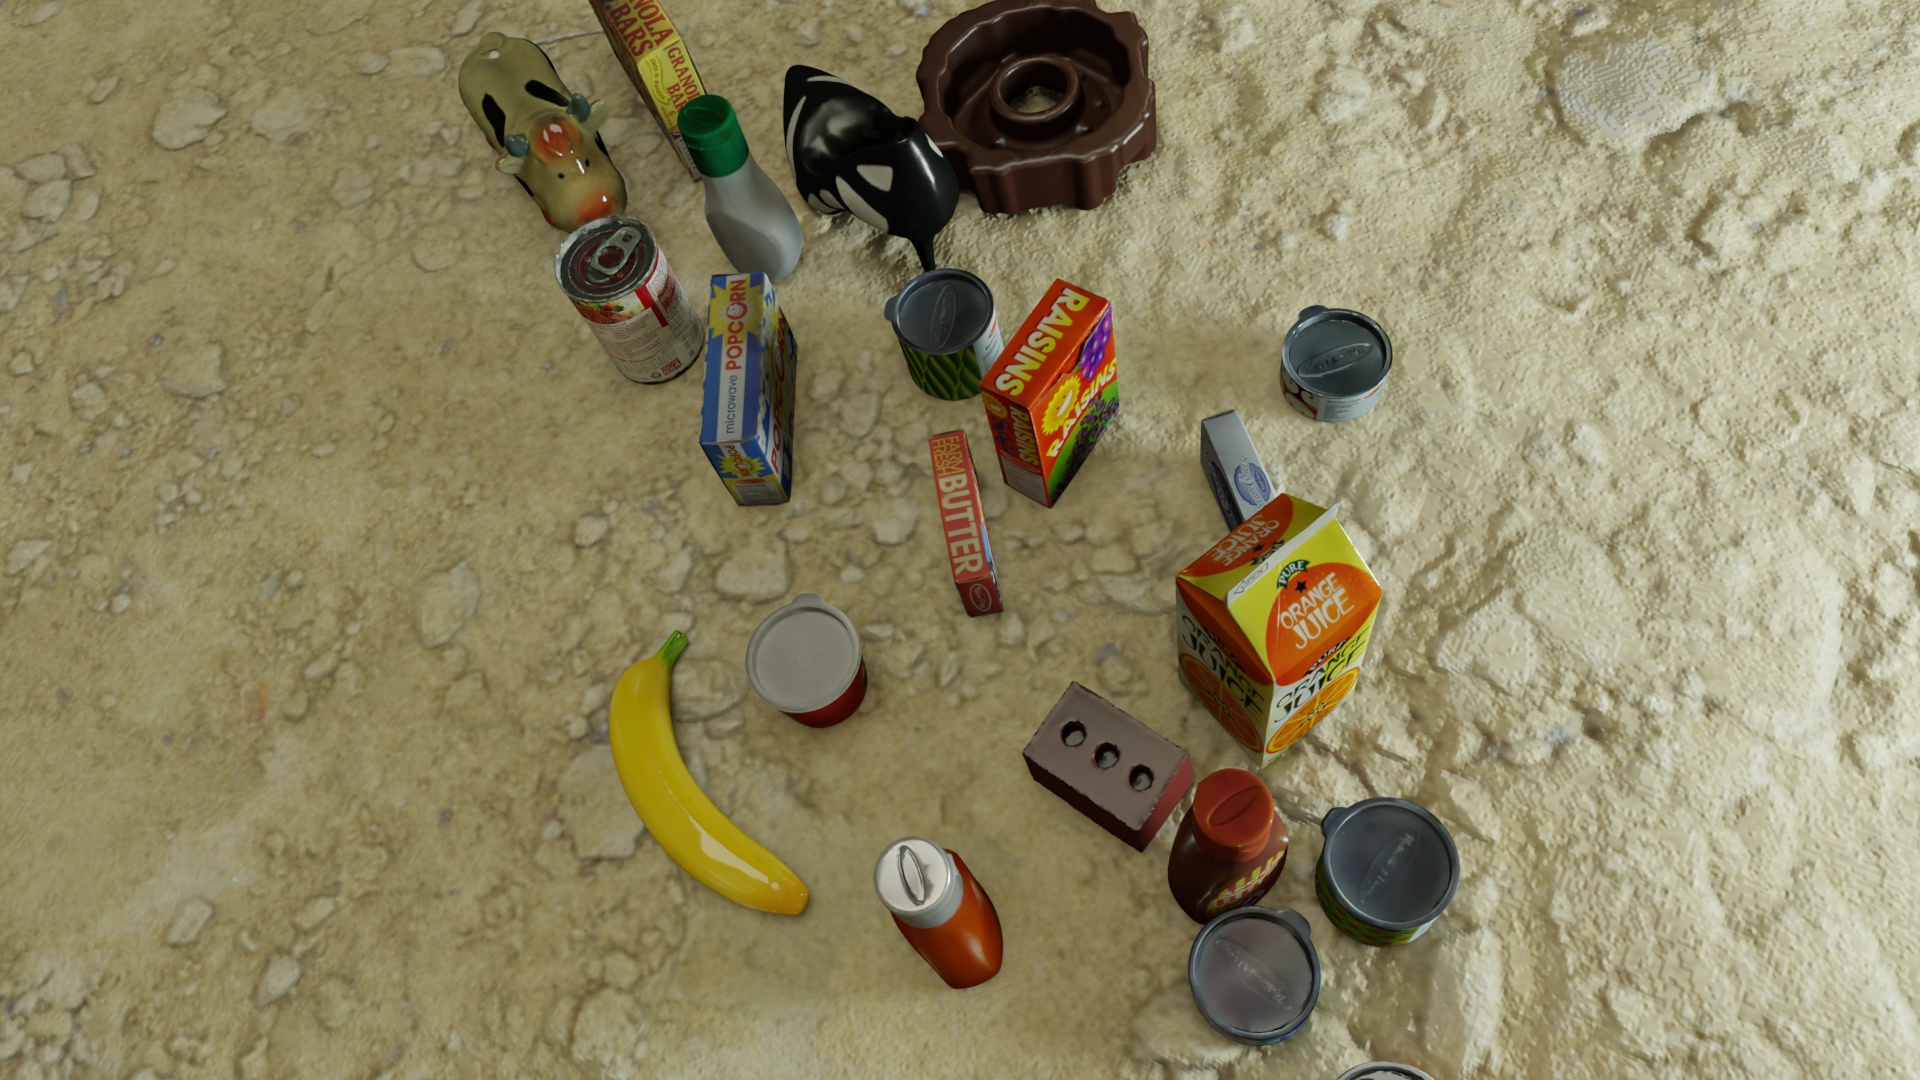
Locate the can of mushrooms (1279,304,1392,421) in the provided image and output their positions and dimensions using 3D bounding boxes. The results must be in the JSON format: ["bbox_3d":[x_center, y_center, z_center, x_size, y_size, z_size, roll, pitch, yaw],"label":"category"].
[{"bbox_3d":[0.232,-0.111,0.867,0.071,0.033,0.071,-4,64,8],"label":"can of mushrooms"}]

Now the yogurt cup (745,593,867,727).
[{"bbox_3d":[-0.087,0.076,0.816,0.072,0.053,0.072,-4,64,8],"label":"yogurt cup"}]

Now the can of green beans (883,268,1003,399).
[{"bbox_3d":[-0.007,-0.133,0.904,0.071,0.057,0.071,-4,64,8],"label":"can of green beans"}]

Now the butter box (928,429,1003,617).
[{"bbox_3d":[0.003,-0.011,0.844,0.024,0.053,0.104,-12,63,4],"label":"butter box"}]

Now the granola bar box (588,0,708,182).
[{"bbox_3d":[-0.230,-0.362,1.016,0.039,0.123,0.166,-30,63,-5],"label":"granola bar box"}]

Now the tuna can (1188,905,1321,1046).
[{"bbox_3d":[0.152,0.223,0.716,0.071,0.032,0.071,-4,64,8],"label":"tuna can"}]

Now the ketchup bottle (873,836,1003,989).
[{"bbox_3d":[-0.010,0.183,0.697,0.043,0.148,0.065,-21,63,-1],"label":"ketchup bottle"}]

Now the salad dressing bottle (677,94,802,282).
[{"bbox_3d":[-0.147,-0.232,0.925,0.064,0.147,0.044,19,69,18],"label":"salad dressing bottle"}]

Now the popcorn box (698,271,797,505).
[{"bbox_3d":[-0.135,-0.096,0.891,0.038,0.085,0.127,-5,63,7],"label":"popcorn box"}]

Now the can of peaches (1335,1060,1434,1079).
[{"bbox_3d":[0.205,0.285,0.662,0.071,0.058,0.071,-4,64,8],"label":"can of peaches"}]

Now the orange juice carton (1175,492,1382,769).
[{"bbox_3d":[0.161,0.043,0.713,0.072,0.192,0.073,-37,64,-9],"label":"orange juice carton"}]

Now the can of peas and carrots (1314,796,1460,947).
[{"bbox_3d":[0.216,0.171,0.716,0.071,0.058,0.071,-4,64,8],"label":"can of peas and carrots"}]

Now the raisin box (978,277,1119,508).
[{"bbox_3d":[0.056,-0.085,0.833,0.040,0.123,0.086,30,72,21],"label":"raisin box"}]

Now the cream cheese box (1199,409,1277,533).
[{"bbox_3d":[0.170,-0.021,0.821,0.024,0.053,0.104,-18,63,1],"label":"cream cheese box"}]

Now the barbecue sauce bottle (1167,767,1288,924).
[{"bbox_3d":[0.133,0.150,0.690,0.065,0.148,0.044,-33,64,-7],"label":"barbecue sauce bottle"}]
